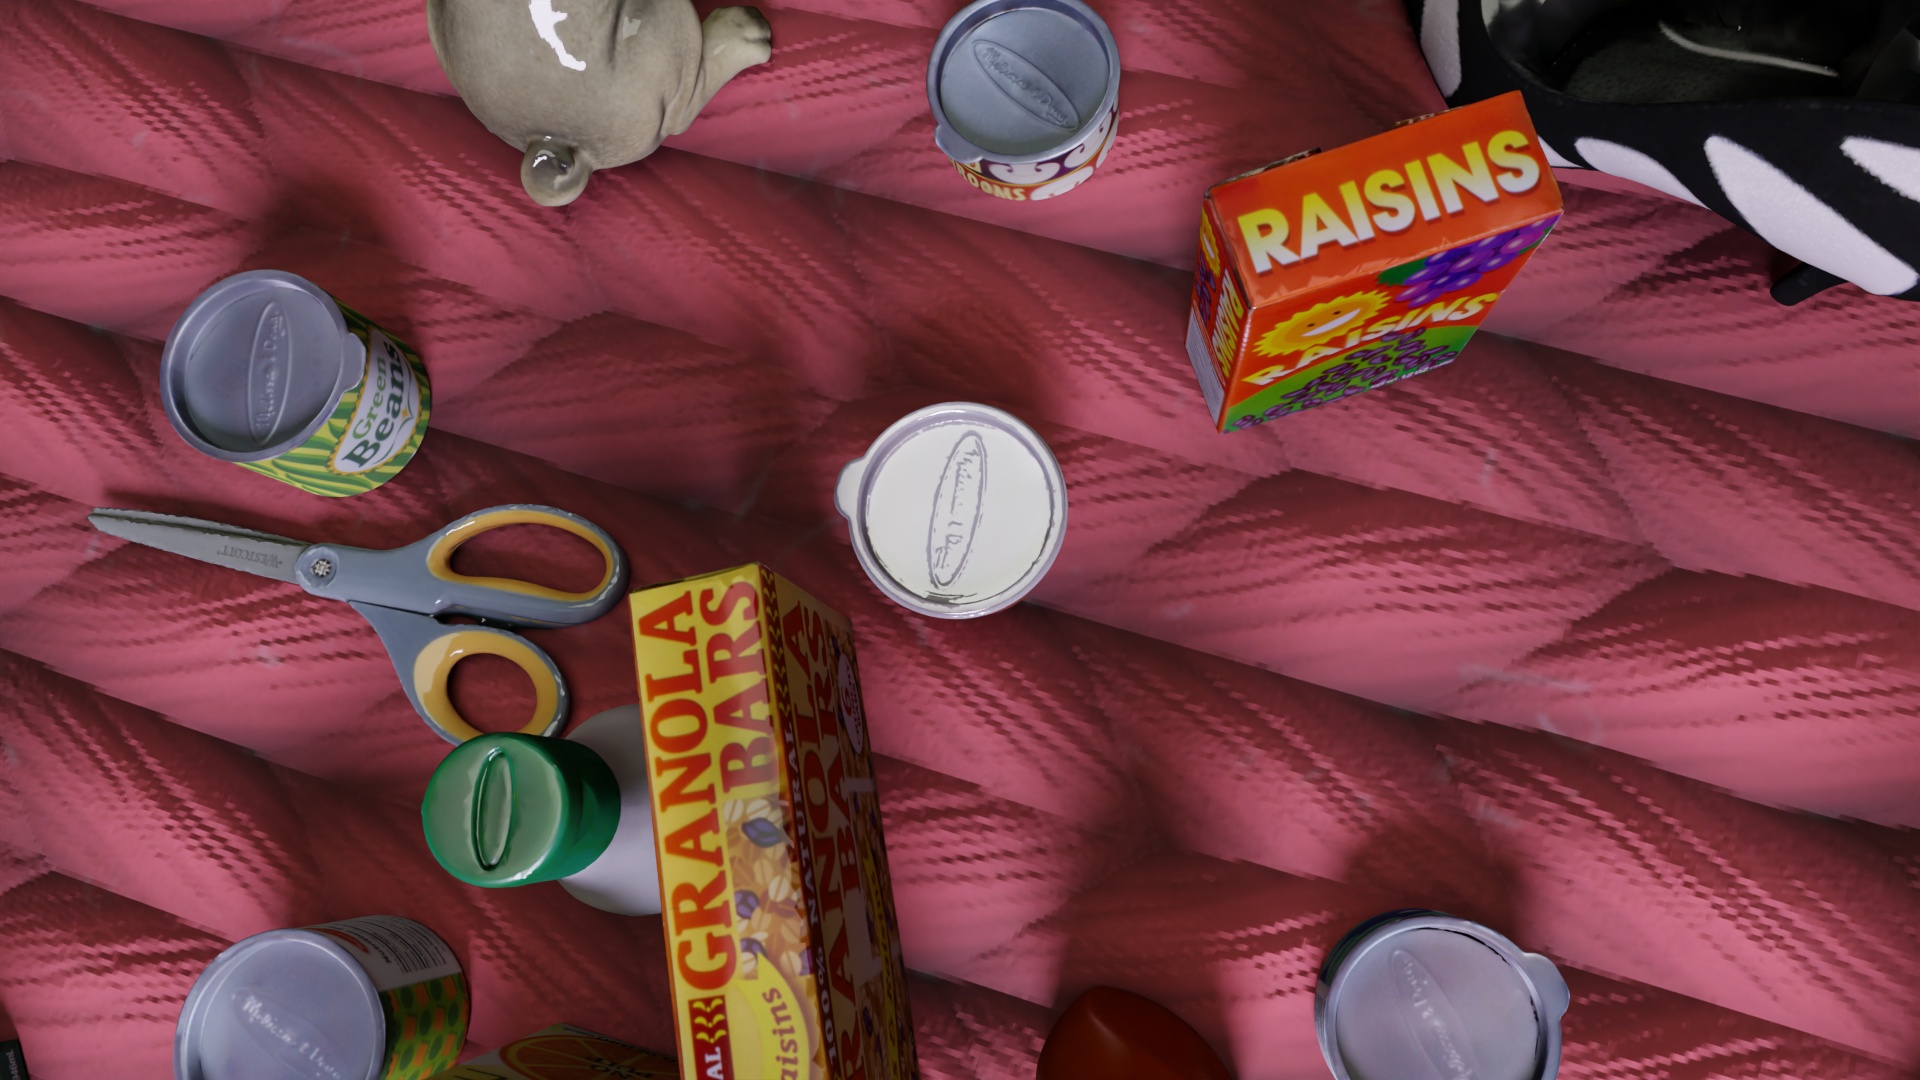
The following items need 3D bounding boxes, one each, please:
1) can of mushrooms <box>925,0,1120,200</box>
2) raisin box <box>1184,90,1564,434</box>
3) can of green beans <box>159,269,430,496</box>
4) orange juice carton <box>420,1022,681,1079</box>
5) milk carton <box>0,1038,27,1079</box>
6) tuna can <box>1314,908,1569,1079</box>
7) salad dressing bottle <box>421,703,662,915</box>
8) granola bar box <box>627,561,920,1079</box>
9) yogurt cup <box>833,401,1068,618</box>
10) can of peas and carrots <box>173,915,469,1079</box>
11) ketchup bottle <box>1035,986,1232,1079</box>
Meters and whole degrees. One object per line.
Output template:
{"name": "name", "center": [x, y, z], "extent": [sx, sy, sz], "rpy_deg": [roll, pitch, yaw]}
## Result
{"name": "can of mushrooms", "center": [0.021, -0.153, 0.485], "extent": [0.071, 0.033, 0.071], "rpy_deg": [-1, 79, 6]}
{"name": "raisin box", "center": [0.115, -0.077, 0.413], "extent": [0.086, 0.123, 0.040], "rpy_deg": [-17, 78, 3]}
{"name": "can of green beans", "center": [-0.227, -0.052, 0.481], "extent": [0.071, 0.057, 0.071], "rpy_deg": [-1, 79, 6]}
{"name": "orange juice carton", "center": [-0.119, 0.183, 0.354], "extent": [0.072, 0.192, 0.073], "rpy_deg": [13, 81, 9]}
{"name": "milk carton", "center": [-0.353, 0.198, 0.379], "extent": [0.073, 0.190, 0.072], "rpy_deg": [-24, 78, 2]}
{"name": "tuna can", "center": [0.142, 0.143, 0.413], "extent": [0.071, 0.033, 0.071], "rpy_deg": [-1, 79, 6]}
{"name": "salad dressing bottle", "center": [-0.101, 0.076, 0.395], "extent": [0.044, 0.147, 0.064], "rpy_deg": [0, 80, 7]}
{"name": "granola bar box", "center": [-0.049, 0.099, 0.397], "extent": [0.039, 0.124, 0.166], "rpy_deg": [-11, 78, 5]}
{"name": "yogurt cup", "center": [0.002, -0.006, 0.448], "extent": [0.072, 0.054, 0.072], "rpy_deg": [-1, 79, 6]}
{"name": "can of peas and carrots", "center": [-0.199, 0.156, 0.437], "extent": [0.071, 0.058, 0.071], "rpy_deg": [-1, 79, 6]}
{"name": "ketchup bottle", "center": [0.049, 0.154, 0.362], "extent": [0.065, 0.148, 0.043], "rpy_deg": [37, 86, 12]}
